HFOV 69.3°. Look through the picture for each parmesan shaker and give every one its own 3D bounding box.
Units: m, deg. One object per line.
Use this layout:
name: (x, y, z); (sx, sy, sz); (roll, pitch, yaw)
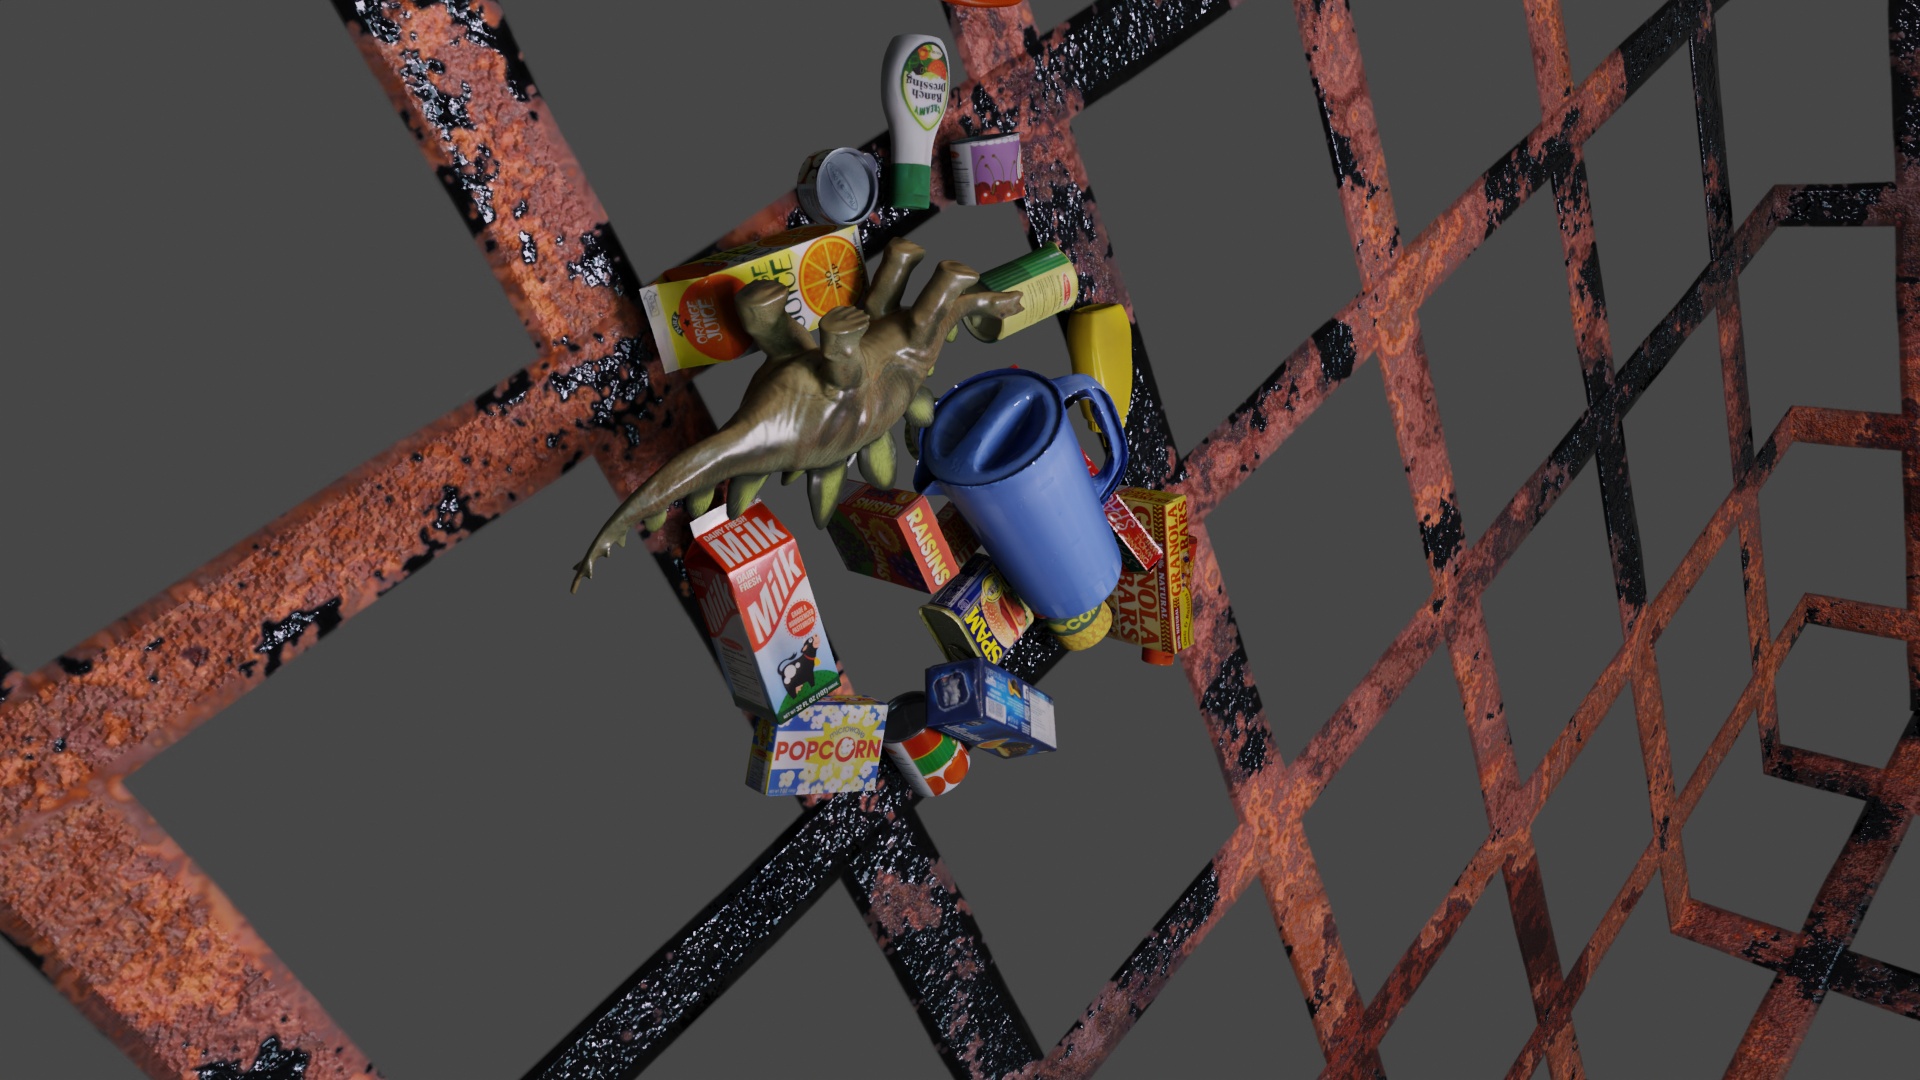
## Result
parmesan shaker: (0.054, -0.240, 1.338); (0.103, 0.071, 0.071); (-29, 117, -34)

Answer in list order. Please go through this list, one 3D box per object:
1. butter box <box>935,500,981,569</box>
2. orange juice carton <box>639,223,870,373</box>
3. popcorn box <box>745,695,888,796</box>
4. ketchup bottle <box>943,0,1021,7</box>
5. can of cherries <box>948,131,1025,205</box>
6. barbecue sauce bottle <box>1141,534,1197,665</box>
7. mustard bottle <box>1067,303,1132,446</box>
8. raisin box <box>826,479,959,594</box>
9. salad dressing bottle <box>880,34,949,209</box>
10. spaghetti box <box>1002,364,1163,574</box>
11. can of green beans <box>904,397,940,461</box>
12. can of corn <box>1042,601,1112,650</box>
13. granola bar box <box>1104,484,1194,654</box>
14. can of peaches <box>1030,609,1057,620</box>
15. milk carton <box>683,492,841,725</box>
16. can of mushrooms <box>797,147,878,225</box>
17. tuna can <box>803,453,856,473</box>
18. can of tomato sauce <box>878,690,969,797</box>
butter box: (0.005, -0.017, 1.368); (0.104, 0.024, 0.053); (-48, 127, -24)
orange juice carton: (-0.171, -0.200, 1.138); (0.193, 0.073, 0.071); (-28, 118, -34)
popcorn box: (-0.131, 0.187, 1.277); (0.127, 0.038, 0.085); (7, 94, -43)
ketchup bottle: (-0.007, -0.511, 1.243); (0.149, 0.043, 0.064); (-18, 110, -38)
can of cherries: (0.028, -0.346, 1.291); (0.072, 0.071, 0.058); (-23, 114, -37)
barbecue sauce bottle: (0.232, 0.066, 1.578); (0.065, 0.043, 0.148); (1, 99, -43)
mustard bottle: (0.148, -0.165, 1.450); (0.065, 0.049, 0.159); (-20, 112, -37)
raisin box: (-0.067, -0.005, 1.238); (0.040, 0.123, 0.085); (-40, 123, -28)
salad dressing bottle: (-0.042, -0.372, 1.239); (0.064, 0.044, 0.147); (-5, 102, -40)
spaghetti box: (0.110, -0.067, 1.376); (0.029, 0.050, 0.249); (-44, 103, -19)
can of green beans: (-0.011, -0.101, 1.313); (0.071, 0.058, 0.071); (-11, 106, -40)
can of corn: (0.120, 0.074, 1.459); (0.071, 0.071, 0.058); (-53, 129, -21)
granola bar box: (0.184, 0.028, 1.471); (0.039, 0.124, 0.165); (-20, 112, -39)
can of peaches: (0.085, 0.038, 1.421); (0.071, 0.071, 0.058); (-50, 127, -23)
milk carton: (-0.174, 0.054, 1.187); (0.073, 0.073, 0.189); (-32, 119, -33)
can of mushrooms: (-0.105, -0.307, 1.203); (0.071, 0.033, 0.071); (-10, 105, -40)
tuna can: (-0.125, -0.090, 1.229); (0.071, 0.033, 0.071); (-11, 106, -41)
can of tomato sauce: (-0.035, 0.196, 1.346); (0.071, 0.071, 0.082); (-47, 127, -25)
